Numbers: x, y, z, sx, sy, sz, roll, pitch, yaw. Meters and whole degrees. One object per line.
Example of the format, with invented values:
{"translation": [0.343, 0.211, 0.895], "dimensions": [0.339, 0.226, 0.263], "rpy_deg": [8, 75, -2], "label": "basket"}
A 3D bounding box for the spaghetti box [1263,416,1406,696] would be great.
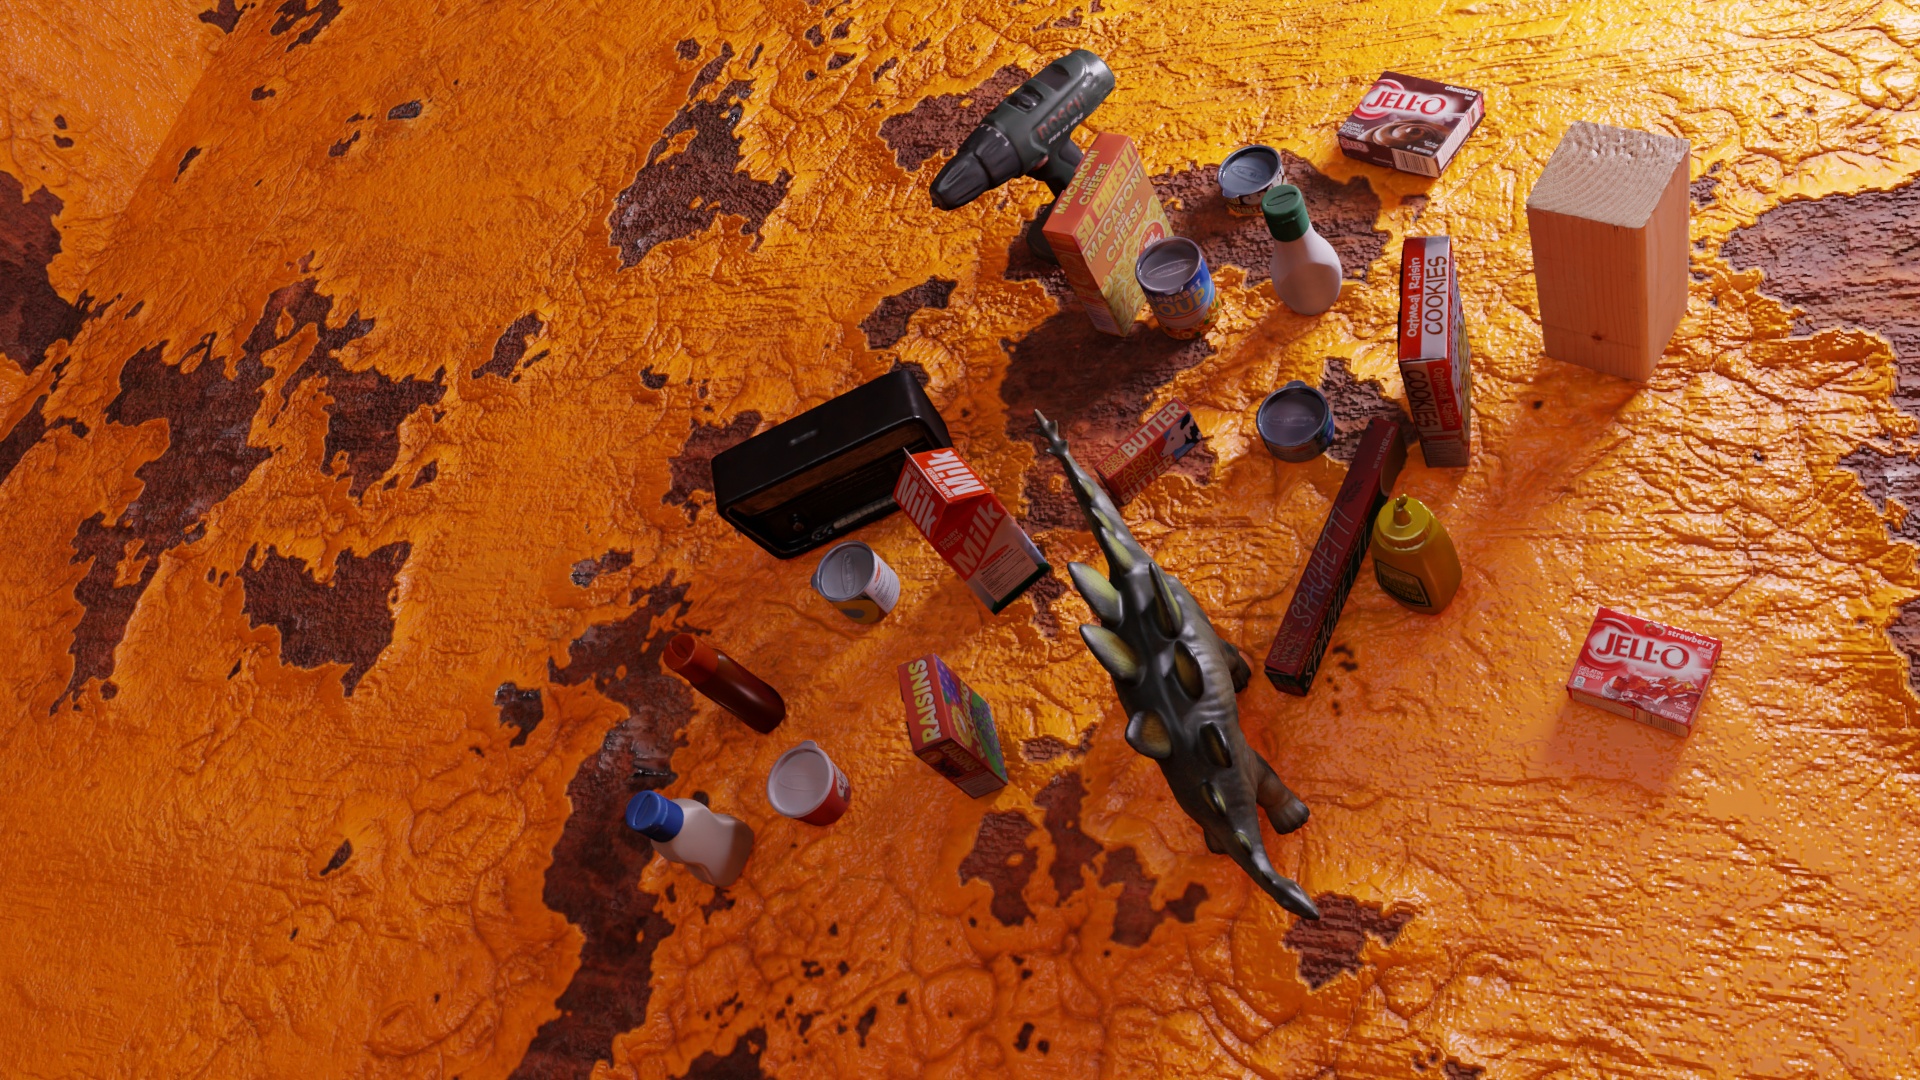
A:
{"translation": [0.320, 0.013, 1.178], "dimensions": [0.029, 0.050, 0.251], "rpy_deg": [16, 70, 33], "label": "spaghetti box"}

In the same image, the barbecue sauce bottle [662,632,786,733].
{"translation": [-0.225, 0.133, 1.317], "dimensions": [0.044, 0.148, 0.065], "rpy_deg": [-48, 53, -5], "label": "barbecue sauce bottle"}

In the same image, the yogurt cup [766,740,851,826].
{"translation": [-0.136, 0.228, 1.276], "dimensions": [0.072, 0.053, 0.073], "rpy_deg": [-12, 58, 20], "label": "yogurt cup"}

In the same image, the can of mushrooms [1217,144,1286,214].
{"translation": [0.297, -0.368, 1.423], "dimensions": [0.071, 0.033, 0.071], "rpy_deg": [-12, 58, 20], "label": "can of mushrooms"}

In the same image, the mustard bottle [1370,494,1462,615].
{"translation": [0.355, 0.005, 1.097], "dimensions": [0.065, 0.159, 0.049], "rpy_deg": [26, 77, 35], "label": "mustard bottle"}

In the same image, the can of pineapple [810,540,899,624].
{"translation": [-0.102, 0.042, 1.366], "dimensions": [0.071, 0.057, 0.071], "rpy_deg": [-12, 58, 20], "label": "can of pineapple"}

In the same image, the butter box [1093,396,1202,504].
{"translation": [0.177, -0.083, 1.304], "dimensions": [0.103, 0.053, 0.024], "rpy_deg": [-41, 53, 0], "label": "butter box"}

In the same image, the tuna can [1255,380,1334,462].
{"translation": [0.306, -0.108, 1.267], "dimensions": [0.071, 0.032, 0.071], "rpy_deg": [-12, 58, 20], "label": "tuna can"}

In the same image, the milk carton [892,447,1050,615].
{"translation": [0.005, -0.016, 1.263], "dimensions": [0.073, 0.190, 0.072], "rpy_deg": [-40, 53, 1], "label": "milk carton"}

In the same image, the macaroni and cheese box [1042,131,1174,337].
{"translation": [0.149, -0.300, 1.373], "dimensions": [0.040, 0.166, 0.124], "rpy_deg": [20, 73, 34], "label": "macaroni and cheese box"}

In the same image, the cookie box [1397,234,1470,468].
{"translation": [0.399, -0.156, 1.165], "dimensions": [0.040, 0.167, 0.123], "rpy_deg": [-3, 61, 25], "label": "cookie box"}

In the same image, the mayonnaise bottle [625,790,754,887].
{"translation": [-0.244, 0.264, 1.249], "dimensions": [0.041, 0.147, 0.065], "rpy_deg": [12, 68, 31], "label": "mayonnaise bottle"}

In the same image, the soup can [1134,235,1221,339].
{"translation": [0.214, -0.244, 1.360], "dimensions": [0.071, 0.083, 0.071], "rpy_deg": [-12, 58, 20], "label": "soup can"}

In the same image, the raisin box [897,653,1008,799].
{"translation": [-0.007, 0.162, 1.207], "dimensions": [0.040, 0.123, 0.086], "rpy_deg": [-23, 55, 14], "label": "raisin box"}

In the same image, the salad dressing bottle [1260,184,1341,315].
{"translation": [0.313, -0.268, 1.285], "dimensions": [0.064, 0.147, 0.044], "rpy_deg": [-18, 56, 17], "label": "salad dressing bottle"}
